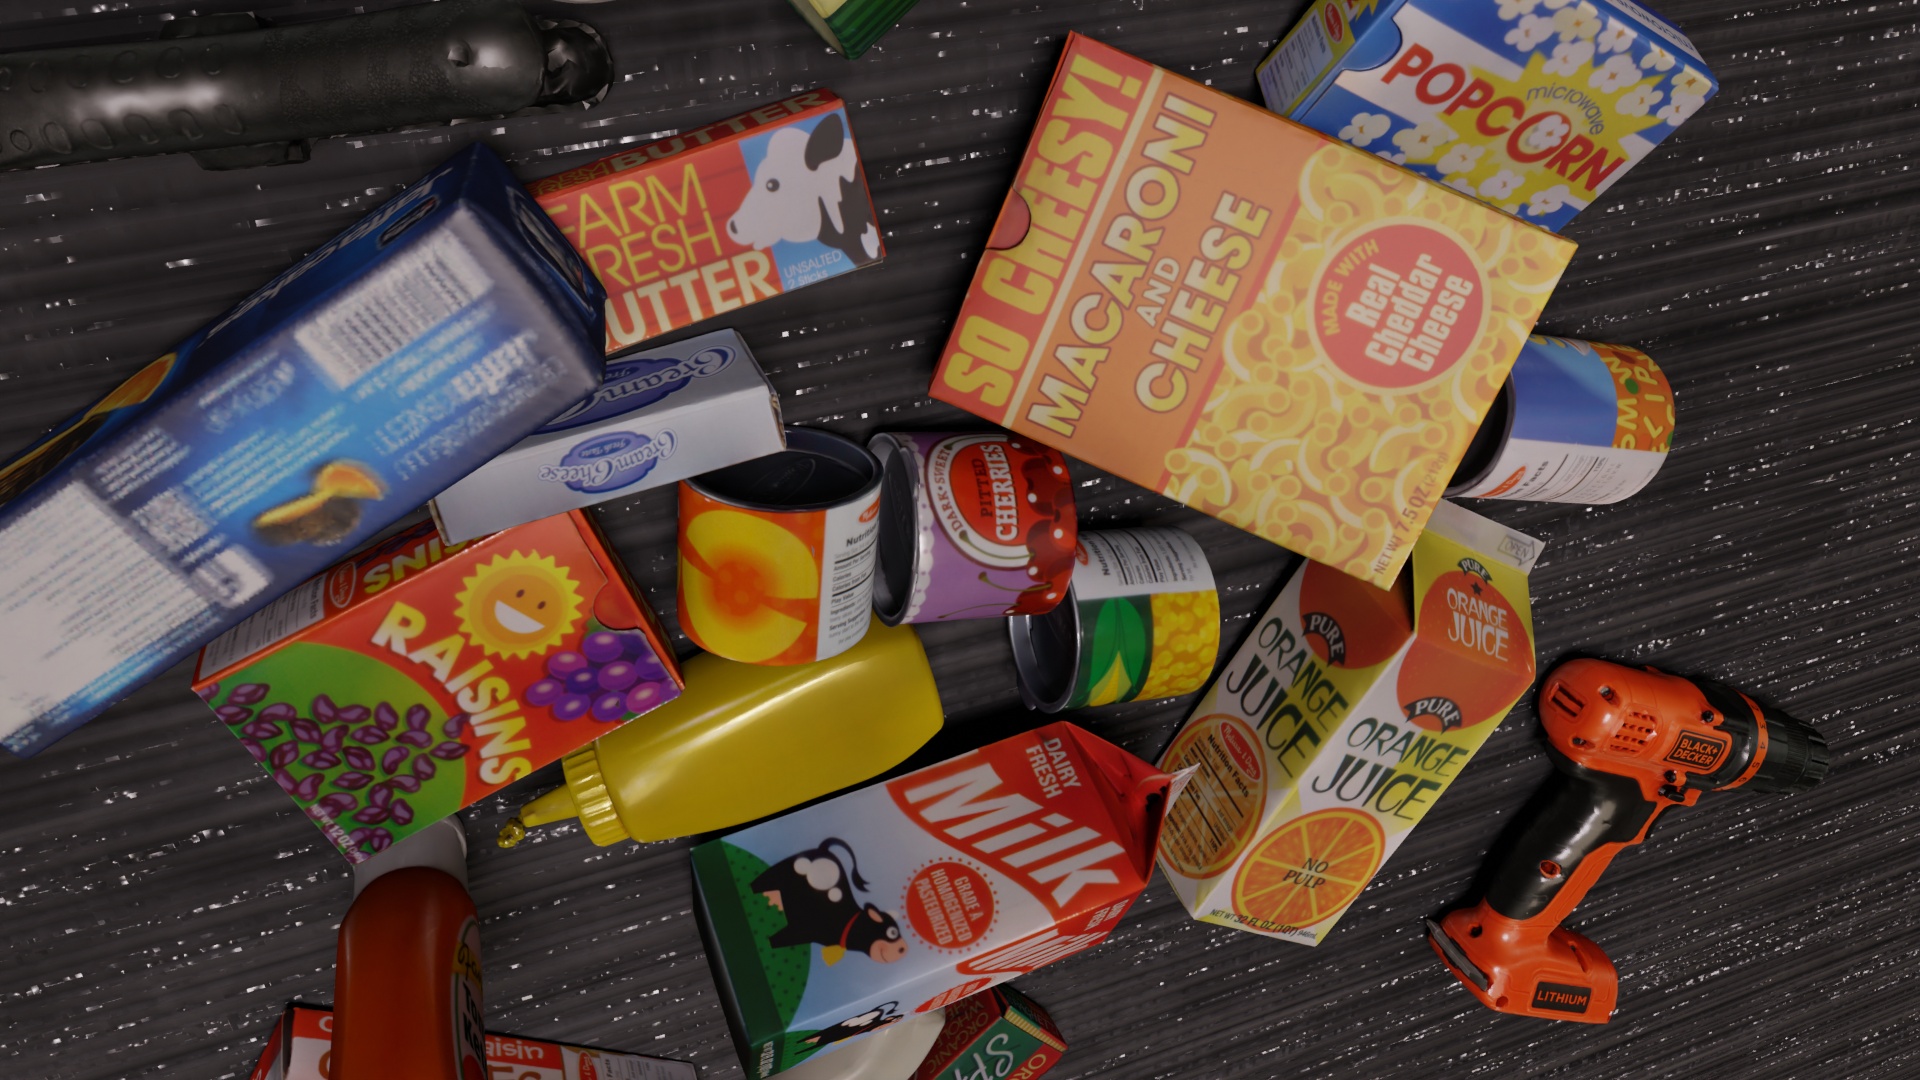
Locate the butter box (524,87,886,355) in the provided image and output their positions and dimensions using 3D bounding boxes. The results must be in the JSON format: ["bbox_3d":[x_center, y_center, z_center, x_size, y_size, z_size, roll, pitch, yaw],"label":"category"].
[{"bbox_3d":[-0.079,-0.096,0.424,0.104,0.024,0.053,-21,123,-10],"label":"butter box"}]

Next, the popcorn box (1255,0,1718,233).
[{"bbox_3d":[0.176,-0.154,0.466,0.127,0.038,0.084,15,140,-28],"label":"popcorn box"}]

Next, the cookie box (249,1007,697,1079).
[{"bbox_3d":[-0.204,0.254,0.550,0.167,0.040,0.122,22,106,-30],"label":"cookie box"}]

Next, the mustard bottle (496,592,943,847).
[{"bbox_3d":[-0.088,0.071,0.494,0.160,0.049,0.065,-21,126,-10],"label":"mustard bottle"}]

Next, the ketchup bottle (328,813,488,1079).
[{"bbox_3d":[-0.173,0.141,0.436,0.043,0.149,0.064,-9,120,-17],"label":"ketchup bottle"}]

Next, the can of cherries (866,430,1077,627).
[{"bbox_3d":[0.002,-0.006,0.476,0.058,0.072,0.071,-2,117,-21],"label":"can of cherries"}]

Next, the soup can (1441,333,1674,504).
[{"bbox_3d":[0.223,-0.051,0.545,0.084,0.071,0.071,2,116,-23],"label":"soup can"}]

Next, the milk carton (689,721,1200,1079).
[{"bbox_3d":[0.000,0.128,0.526,0.191,0.073,0.072,-16,152,-19],"label":"milk carton"}]

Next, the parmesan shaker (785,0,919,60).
[{"bbox_3d":[-0.016,-0.192,0.376,0.103,0.071,0.071,-42,123,4],"label":"parmesan shaker"}]

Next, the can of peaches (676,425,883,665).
[{"bbox_3d":[-0.062,0.000,0.458,0.071,0.071,0.057,-5,118,-19],"label":"can of peaches"}]

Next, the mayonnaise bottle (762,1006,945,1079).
[{"bbox_3d":[-0.060,0.230,0.583,0.041,0.065,0.147,18,112,-30],"label":"mayonnaise bottle"}]

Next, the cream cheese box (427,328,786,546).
[{"bbox_3d":[-0.110,-0.034,0.427,0.104,0.053,0.024,-17,123,-13],"label":"cream cheese box"}]

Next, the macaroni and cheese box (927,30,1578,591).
[{"bbox_3d":[0.089,-0.074,0.450,0.166,0.040,0.123,23,108,0],"label":"macaroni and cheese box"}]

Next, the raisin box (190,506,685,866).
[{"bbox_3d":[-0.165,0.039,0.452,0.123,0.040,0.085,-28,122,-7],"label":"raisin box"}]

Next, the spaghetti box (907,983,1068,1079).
[{"bbox_3d":[-0.057,0.297,0.637,0.250,0.029,0.050,-44,123,5],"label":"spaghetti box"}]

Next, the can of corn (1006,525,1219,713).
[{"bbox_3d":[0.055,0.030,0.519,0.058,0.071,0.070,-4,118,-20],"label":"can of corn"}]

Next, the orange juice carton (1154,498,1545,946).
[{"bbox_3d":[0.157,0.068,0.567,0.072,0.073,0.192,20,113,-29],"label":"orange juice carton"}]

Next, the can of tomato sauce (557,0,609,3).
[{"bbox_3d":[-0.101,-0.172,0.340,0.071,0.083,0.070,-9,119,-17],"label":"can of tomato sauce"}]
